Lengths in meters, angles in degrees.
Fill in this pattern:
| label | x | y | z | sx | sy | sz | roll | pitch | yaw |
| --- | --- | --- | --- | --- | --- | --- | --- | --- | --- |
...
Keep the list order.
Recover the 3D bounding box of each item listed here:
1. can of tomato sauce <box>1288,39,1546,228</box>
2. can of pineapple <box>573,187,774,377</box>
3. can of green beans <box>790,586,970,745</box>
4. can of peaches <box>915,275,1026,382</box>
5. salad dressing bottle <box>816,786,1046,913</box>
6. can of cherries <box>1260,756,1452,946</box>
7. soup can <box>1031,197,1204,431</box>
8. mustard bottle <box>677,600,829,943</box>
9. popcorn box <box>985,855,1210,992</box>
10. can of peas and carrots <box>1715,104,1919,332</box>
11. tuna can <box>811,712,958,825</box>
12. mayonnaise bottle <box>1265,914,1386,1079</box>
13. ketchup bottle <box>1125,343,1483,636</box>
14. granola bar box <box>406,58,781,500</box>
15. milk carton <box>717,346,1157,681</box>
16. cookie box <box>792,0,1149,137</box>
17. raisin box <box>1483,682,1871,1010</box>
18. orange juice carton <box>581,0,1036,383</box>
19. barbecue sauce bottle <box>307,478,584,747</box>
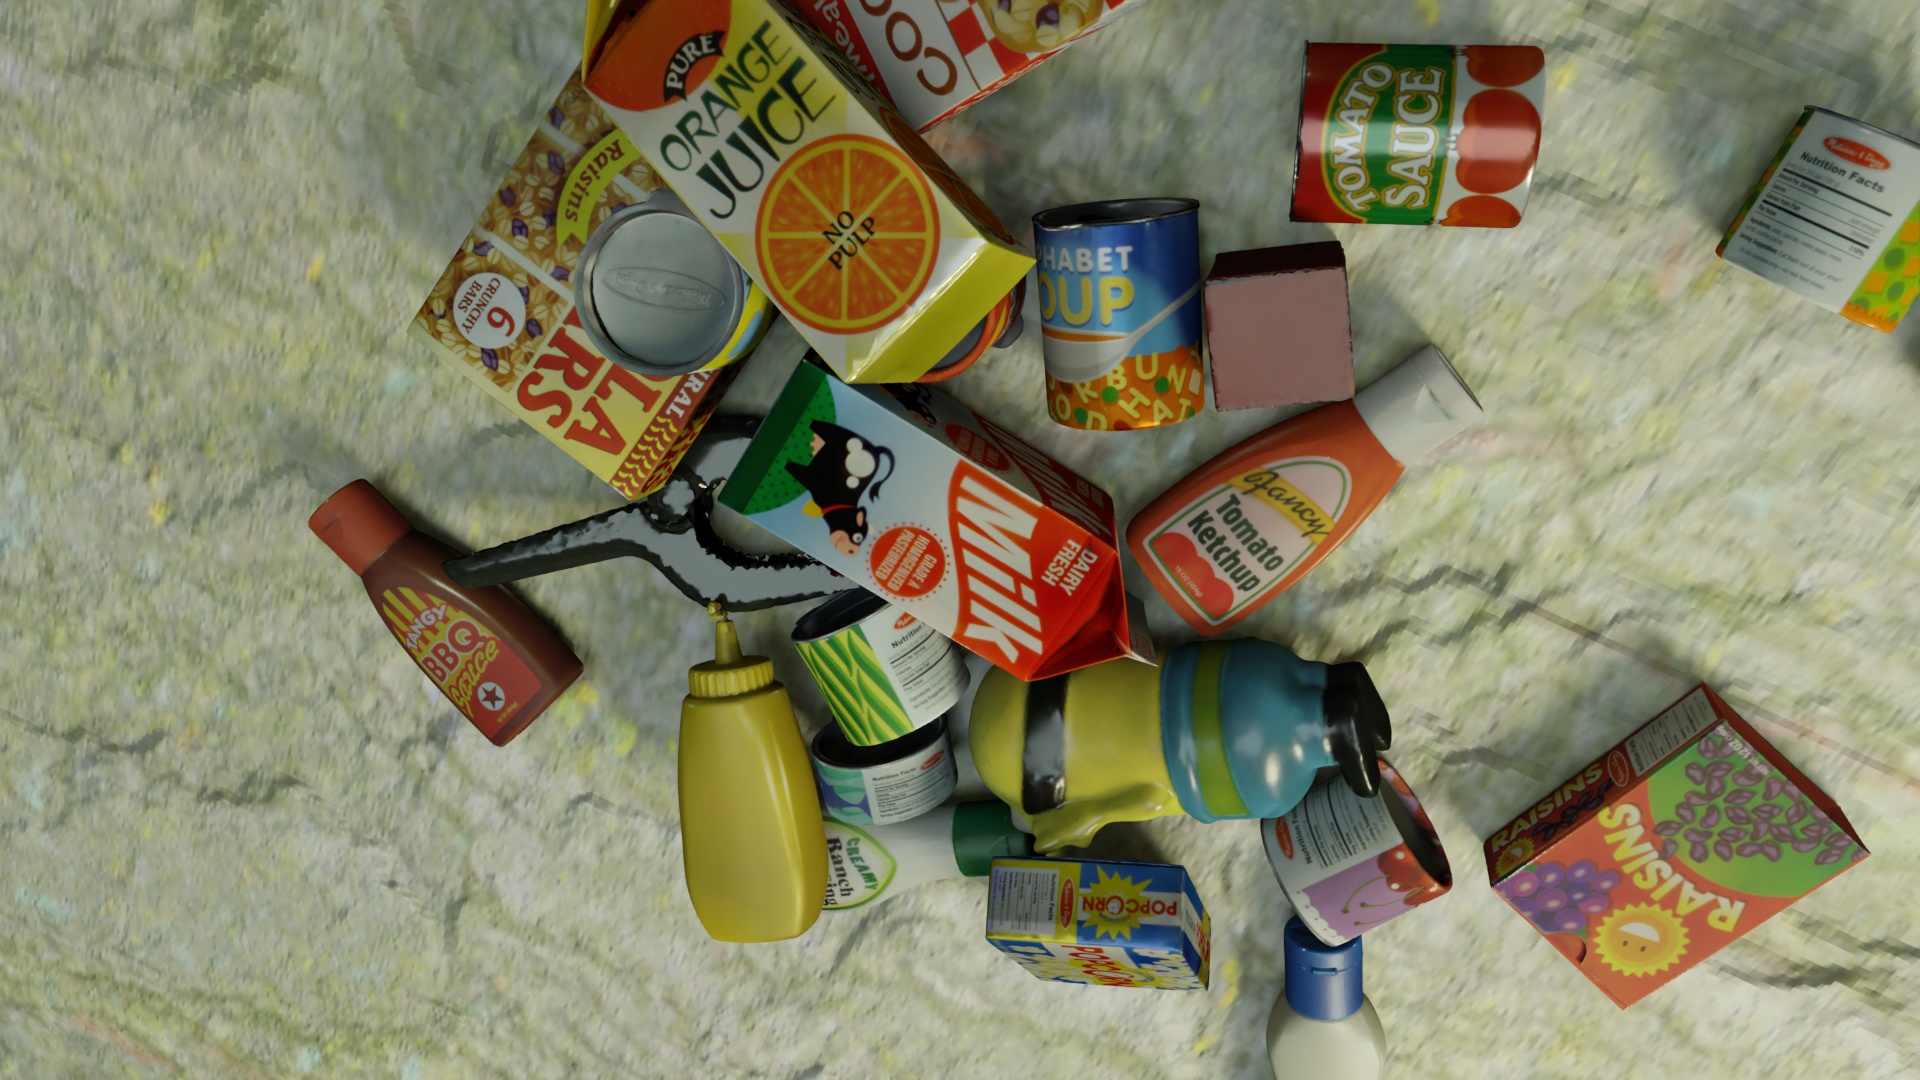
| label | x | y | z | sx | sy | sz | roll | pitch | yaw |
| --- | --- | --- | --- | --- | --- | --- | --- | --- | --- |
| can of tomato sauce | 0.167 | -0.150 | 0.514 | 0.083 | 0.071 | 0.071 | 5 | 111 | 12 |
| can of pineapple | -0.110 | -0.100 | 0.551 | 0.071 | 0.058 | 0.071 | 1 | 99 | 5 |
| can of green beans | -0.036 | 0.054 | 0.644 | 0.071 | 0.071 | 0.057 | -22 | 103 | 21 |
| can of peaches | -0.008 | -0.103 | 0.583 | 0.071 | 0.058 | 0.071 | 5 | 110 | 13 |
| salad dressing bottle | -0.033 | 0.151 | 0.690 | 0.147 | 0.044 | 0.064 | -9 | 104 | 17 |
| can of cherries | 0.178 | 0.139 | 0.621 | 0.058 | 0.072 | 0.071 | -35 | 98 | 22 |
| soup can | 0.063 | -0.092 | 0.562 | 0.071 | 0.071 | 0.083 | 0 | 110 | 15 |
| mustard bottle | -0.101 | 0.106 | 0.654 | 0.065 | 0.049 | 0.160 | -5 | 96 | 14 |
| popcorn box | 0.067 | 0.177 | 0.635 | 0.085 | 0.126 | 0.038 | -1 | 65 | 15 |
| can of peas and carrots | 0.317 | -0.113 | 0.493 | 0.071 | 0.071 | 0.058 | 26 | 114 | 4 |
| tuna can | -0.037 | 0.105 | 0.664 | 0.071 | 0.071 | 0.032 | -5 | 109 | 16 |
| mayonnaise bottle | 0.178 | 0.253 | 0.676 | 0.065 | 0.041 | 0.147 | -1 | 108 | 13 |
| ketchup bottle | 0.144 | -0.024 | 0.581 | 0.148 | 0.044 | 0.064 | -38 | 96 | 23 |
| granola bar box | -0.140 | -0.120 | 0.602 | 0.124 | 0.039 | 0.165 | 37 | 100 | 0 |
| milk carton | 0.002 | -0.007 | 0.594 | 0.190 | 0.072 | 0.073 | 31 | 109 | -8 |
| cookie box | -0.001 | -0.229 | 0.505 | 0.167 | 0.040 | 0.122 | -13 | 108 | 50 |
| raisin box | 0.304 | 0.134 | 0.600 | 0.086 | 0.040 | 0.123 | 42 | 115 | -4 |
| orange juice carton | -0.067 | -0.151 | 0.520 | 0.073 | 0.072 | 0.193 | -44 | 83 | 16 |
| barbecue sauce bottle | -0.264 | 0.033 | 0.708 | 0.148 | 0.044 | 0.064 | 47 | 115 | -5 |
